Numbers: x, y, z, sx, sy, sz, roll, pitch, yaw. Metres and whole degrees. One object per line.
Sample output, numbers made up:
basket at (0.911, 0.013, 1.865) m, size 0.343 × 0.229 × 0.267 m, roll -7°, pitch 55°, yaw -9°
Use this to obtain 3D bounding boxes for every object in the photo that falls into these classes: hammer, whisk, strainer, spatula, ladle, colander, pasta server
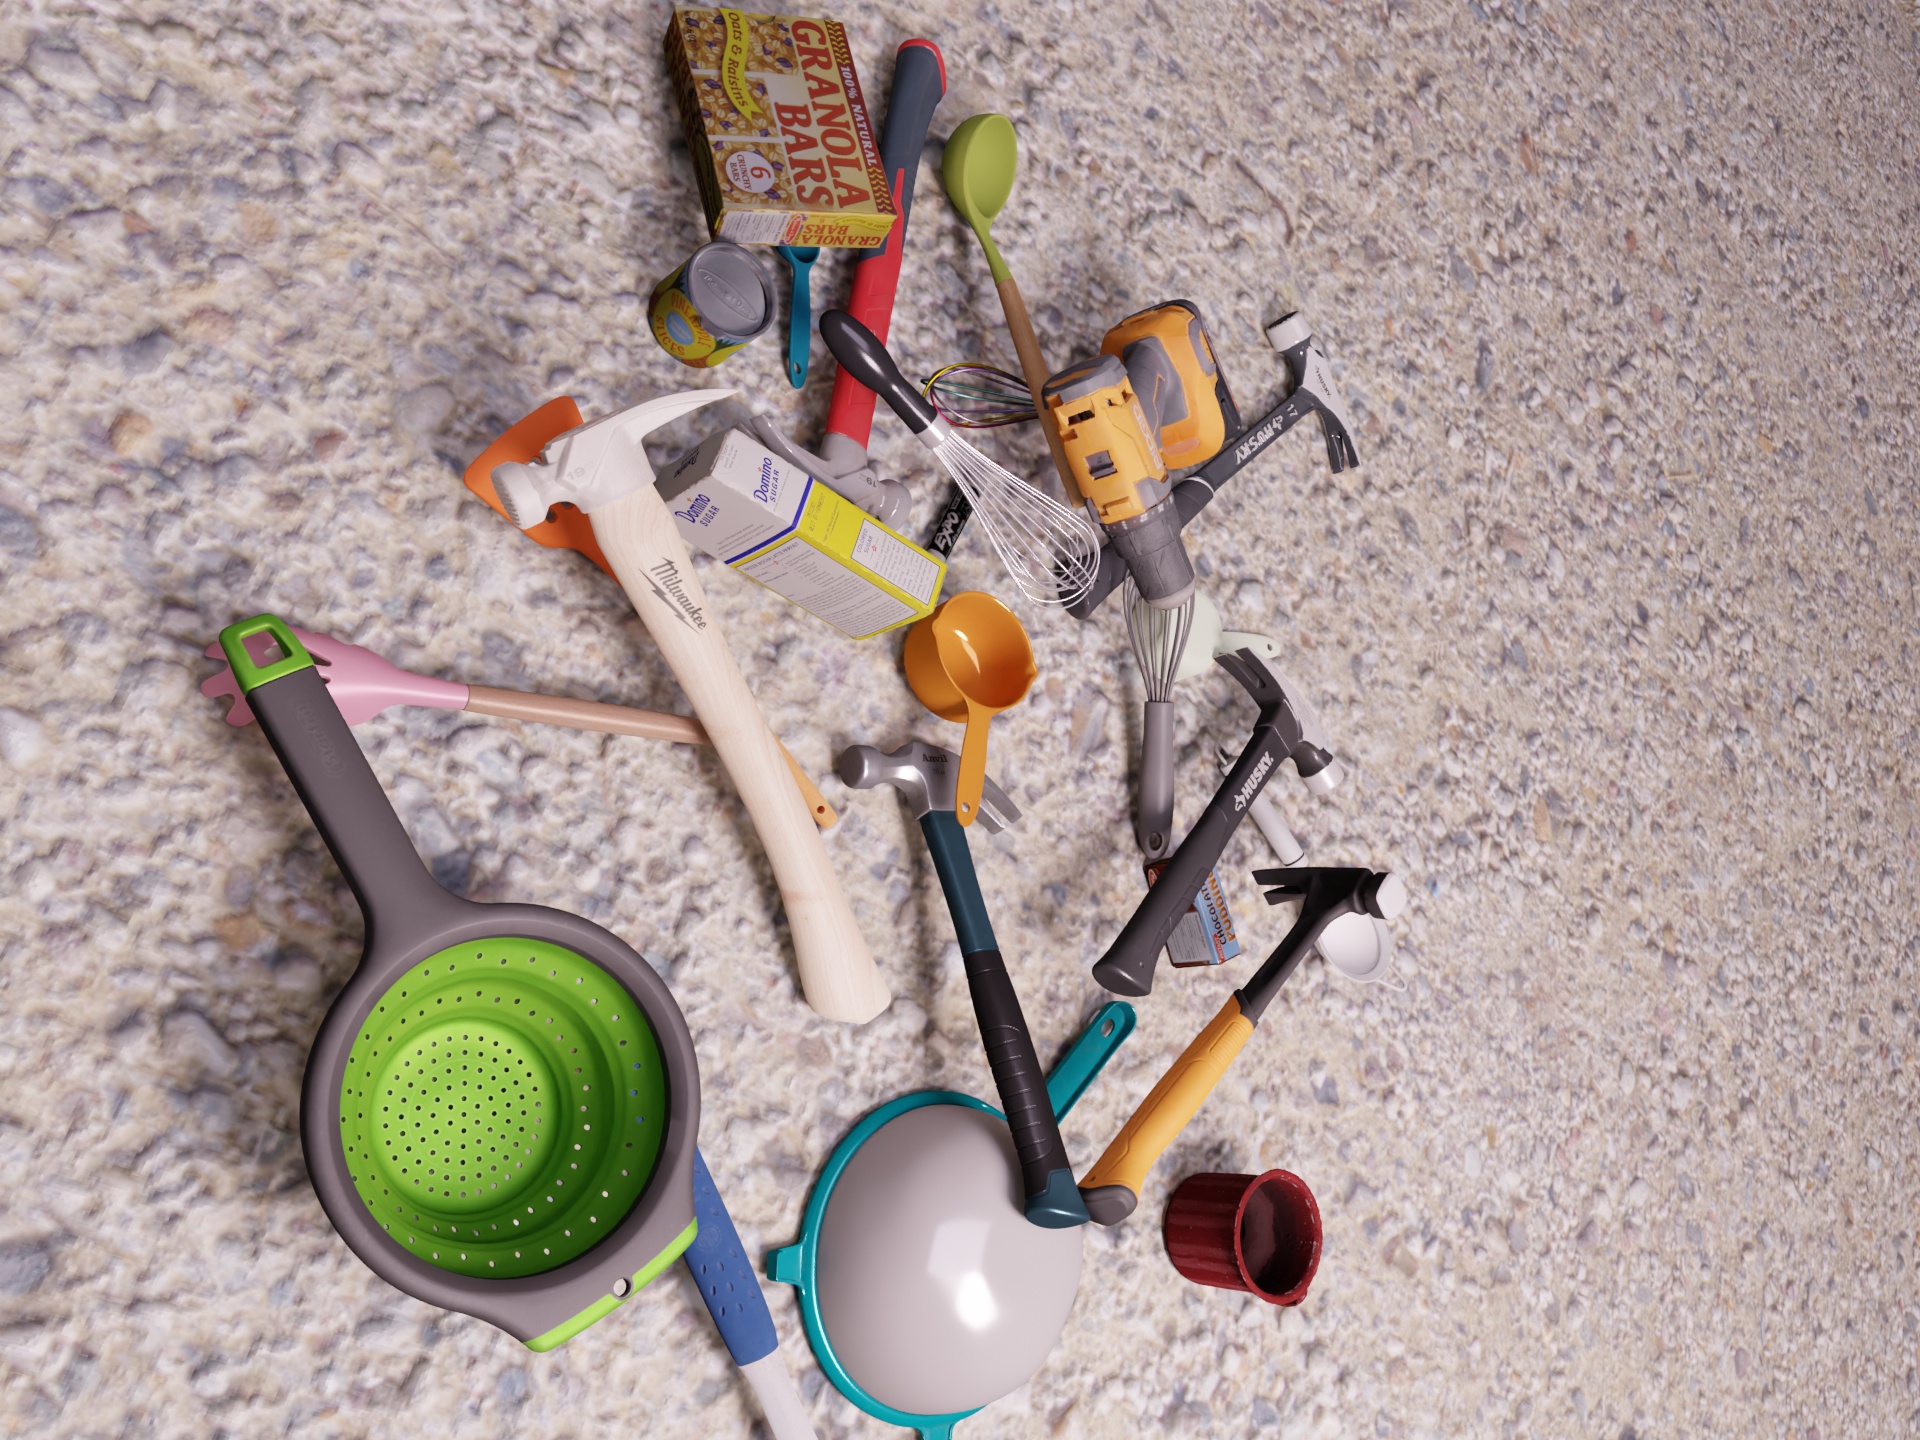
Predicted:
hammer at (0.179, 0.216, 1.108) m, size 0.337 × 0.127 × 0.034 m, roll -43°, pitch 113°, yaw -33°
whisk at (0.149, -0.012, 1.218) m, size 0.055 × 0.055 × 0.239 m, roll -2°, pitch 94°, yaw -38°
hammer at (-0.068, -0.333, 1.128) m, size 0.143 × 0.038 × 0.387 m, roll 28°, pitch 62°, yaw -43°
strainer at (0.045, 0.307, 1.051) m, size 0.340 × 0.095 × 0.211 m, roll -45°, pitch 108°, yaw -34°
hammer at (-0.125, 0.005, 0.965) m, size 0.146 × 0.038 × 0.410 m, roll -30°, pitch 112°, yaw -19°
whisk at (0.001, -0.179, 1.107) m, size 0.284 × 0.070 × 0.070 m, roll 43°, pitch 58°, yaw -28°
strainer at (0.280, 0.123, 1.311) m, size 0.258 × 0.050 × 0.087 m, roll 55°, pitch 47°, yaw -7°
hammer at (-0.109, 0.379, 0.934) m, size 0.144 × 0.035 × 0.405 m, roll -24°, pitch 92°, yaw -12°
hammer at (0.210, -0.198, 1.330) m, size 0.409 × 0.036 × 0.149 m, roll -41°, pitch 107°, yaw -36°
spatula at (-0.176, -0.051, 0.993) m, size 0.081 × 0.041 × 0.322 m, roll -42°, pitch 109°, yaw -11°
ladle at (0.052, -0.305, 1.174) m, size 0.078 × 0.062 × 0.320 m, roll 19°, pitch 52°, yaw -64°
colander at (-0.287, 0.133, 0.838) m, size 0.204 × 0.094 × 0.397 m, roll -29°, pitch 92°, yaw -38°
pasta server at (-0.263, -0.008, 0.917) m, size 0.316 × 0.040 × 0.060 m, roll 10°, pitch 74°, yaw -37°
hammer at (0.184, 0.080, 1.183) m, size 0.146 × 0.035 × 0.335 m, roll 55°, pitch 48°, yaw -15°
hammer at (0.016, 0.167, 1.041) m, size 0.128 × 0.033 × 0.331 m, roll 3°, pitch 61°, yaw -41°
whisk at (0.063, -0.241, 1.225) m, size 0.245 × 0.051 × 0.047 m, roll -2°, pitch 102°, yaw -42°

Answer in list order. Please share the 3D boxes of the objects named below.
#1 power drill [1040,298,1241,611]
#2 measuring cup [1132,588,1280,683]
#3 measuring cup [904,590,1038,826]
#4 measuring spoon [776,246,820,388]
power drill at (0.144, -0.200, 1.176) m, size 0.185 × 0.084 × 0.226 m, roll 64°, pitch 31°, yaw -19°
measuring cup at (0.213, -0.069, 1.299) m, size 0.167 × 0.038 × 0.083 m, roll 4°, pitch 78°, yaw -35°
measuring cup at (-0.002, -0.004, 1.102) m, size 0.095 × 0.052 × 0.174 m, roll 23°, pitch 62°, yaw -32°
measuring spoon at (-0.119, -0.294, 1.109) m, size 0.042 × 0.021 × 0.128 m, roll 5°, pitch 86°, yaw -57°
